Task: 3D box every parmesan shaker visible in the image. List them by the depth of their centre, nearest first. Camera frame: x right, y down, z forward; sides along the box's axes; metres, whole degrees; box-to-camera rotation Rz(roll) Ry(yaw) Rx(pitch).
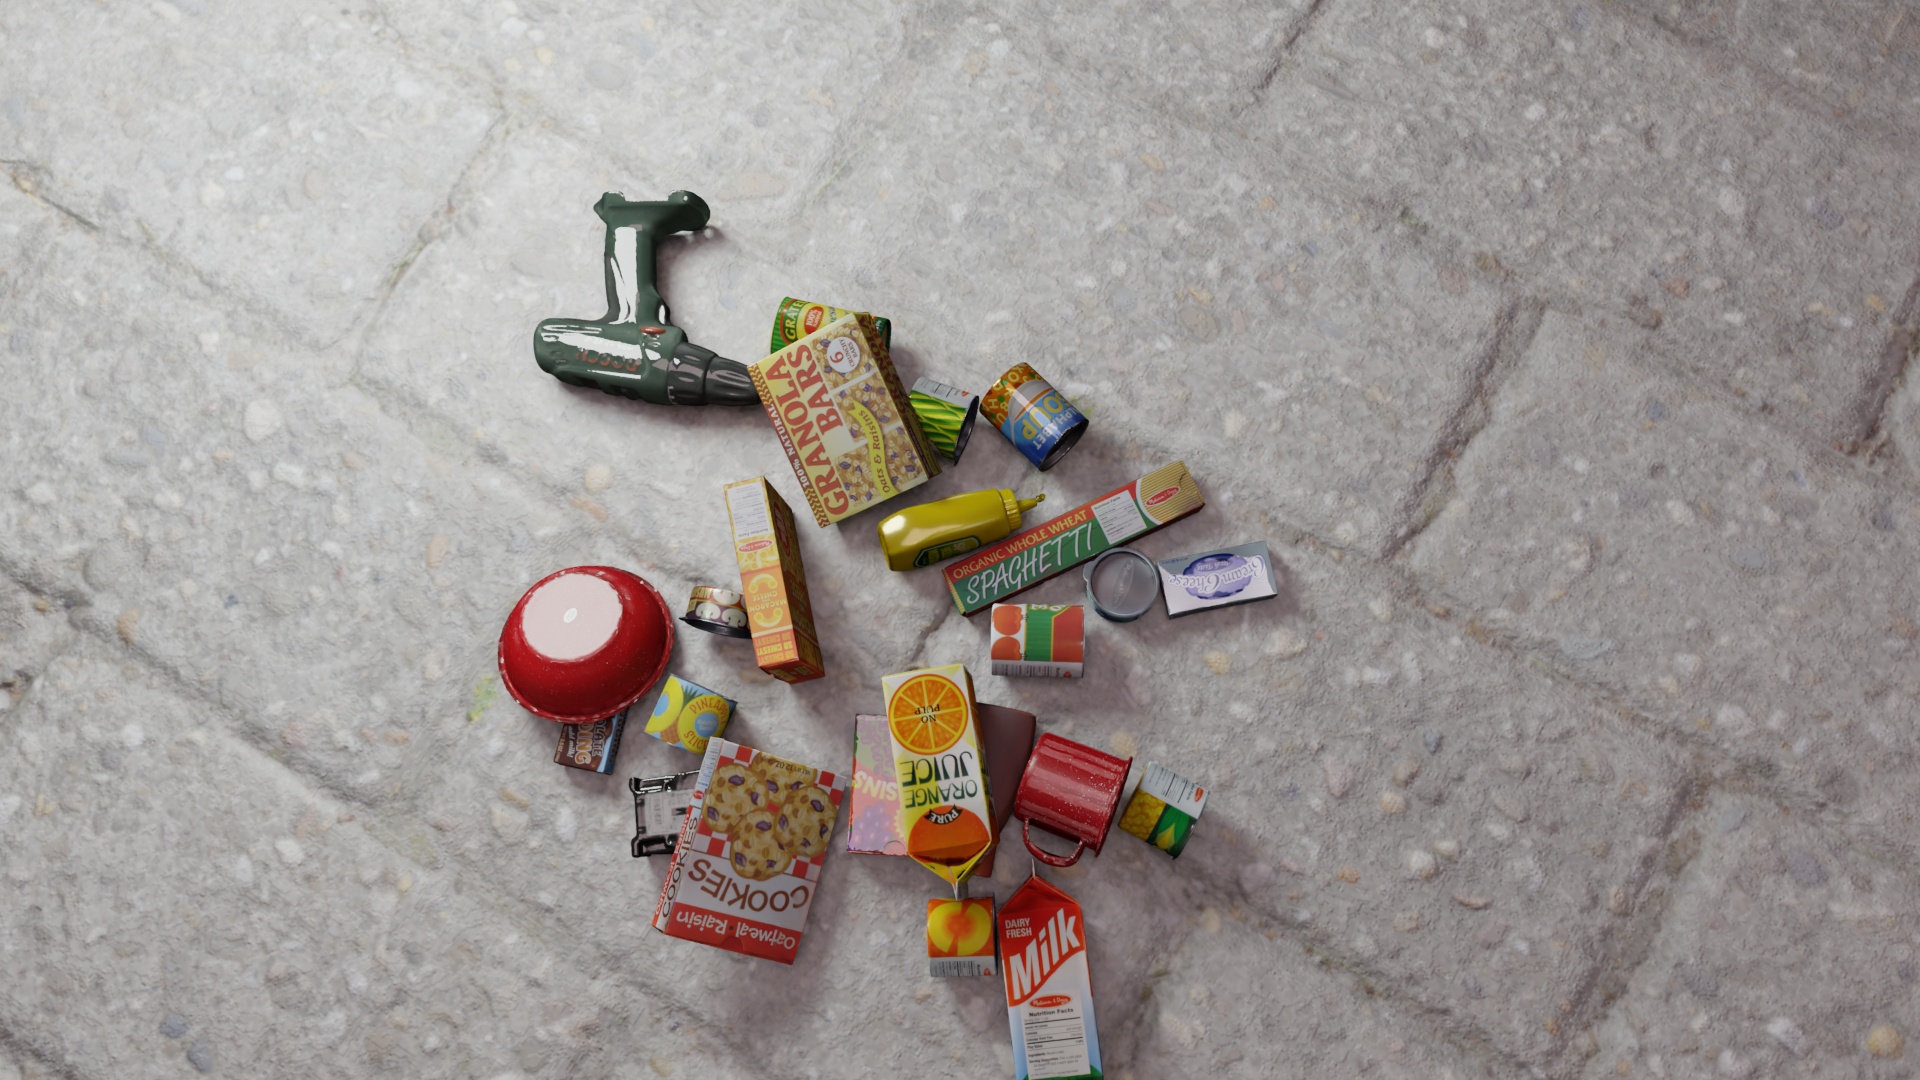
[{"bbox_3d":[-0.123,-0.194,1.333,0.103,0.071,0.071,12,77,5],"label":"parmesan shaker"}]

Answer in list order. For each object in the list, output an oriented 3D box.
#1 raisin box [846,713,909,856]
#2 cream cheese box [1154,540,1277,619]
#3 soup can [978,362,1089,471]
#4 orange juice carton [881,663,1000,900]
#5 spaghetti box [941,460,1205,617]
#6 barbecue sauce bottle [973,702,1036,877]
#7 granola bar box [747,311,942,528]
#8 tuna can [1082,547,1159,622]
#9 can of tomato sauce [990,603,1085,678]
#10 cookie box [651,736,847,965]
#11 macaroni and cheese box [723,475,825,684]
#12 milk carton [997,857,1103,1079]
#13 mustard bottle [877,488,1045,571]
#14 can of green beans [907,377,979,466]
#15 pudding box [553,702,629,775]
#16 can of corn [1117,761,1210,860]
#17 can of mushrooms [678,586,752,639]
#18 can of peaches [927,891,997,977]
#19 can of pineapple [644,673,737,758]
[{"bbox_3d":[-0.054,0.219,1.241,0.086,0.040,0.123,3,77,2],"label":"raisin box"},{"bbox_3d":[0.236,0.036,1.282,0.104,0.024,0.053,-11,77,0],"label":"cream cheese box"},{"bbox_3d":[0.069,-0.118,1.303,0.071,0.071,0.084,-44,78,-8],"label":"soup can"},{"bbox_3d":[-0.013,0.208,1.182,0.073,0.071,0.193,-11,75,4],"label":"orange juice carton"},{"bbox_3d":[0.104,-0.001,1.294,0.250,0.028,0.050,-25,77,-4],"label":"spaghetti box"},{"bbox_3d":[0.024,0.222,1.235,0.065,0.043,0.149,11,77,6],"label":"barbecue sauce bottle"},{"bbox_3d":[-0.107,-0.111,1.281,0.124,0.039,0.165,-23,92,23],"label":"granola bar box"},{"bbox_3d":[0.147,0.041,1.280,0.071,0.032,0.071,-1,76,2],"label":"tuna can"},{"bbox_3d":[0.070,0.088,1.255,0.083,0.071,0.071,1,76,3],"label":"can of tomato sauce"},{"bbox_3d":[-0.181,0.269,1.204,0.123,0.040,0.168,22,76,-26],"label":"cookie box"},{"bbox_3d":[-0.166,0.039,1.247,0.040,0.123,0.167,-13,76,2],"label":"macaroni and cheese box"},{"bbox_3d":[0.073,0.367,1.182,0.073,0.072,0.191,-7,77,1],"label":"milk carton"},{"bbox_3d":[0.005,-0.016,1.285,0.160,0.065,0.049,-17,70,-5],"label":"mustard bottle"},{"bbox_3d":[-0.020,-0.114,1.309,0.058,0.071,0.071,19,78,8],"label":"can of green beans"},{"bbox_3d":[-0.334,0.169,1.269,0.050,0.030,0.084,12,77,5],"label":"pudding box"},{"bbox_3d":[0.176,0.237,1.215,0.058,0.071,0.071,27,79,9],"label":"can of corn"},{"bbox_3d":[-0.219,0.066,1.271,0.071,0.071,0.033,12,77,5],"label":"can of mushrooms"},{"bbox_3d":[0.002,0.339,1.196,0.058,0.071,0.071,-3,76,2],"label":"can of peaches"},{"bbox_3d":[-0.241,0.159,1.248,0.071,0.071,0.058,21,79,7],"label":"can of pineapple"}]
